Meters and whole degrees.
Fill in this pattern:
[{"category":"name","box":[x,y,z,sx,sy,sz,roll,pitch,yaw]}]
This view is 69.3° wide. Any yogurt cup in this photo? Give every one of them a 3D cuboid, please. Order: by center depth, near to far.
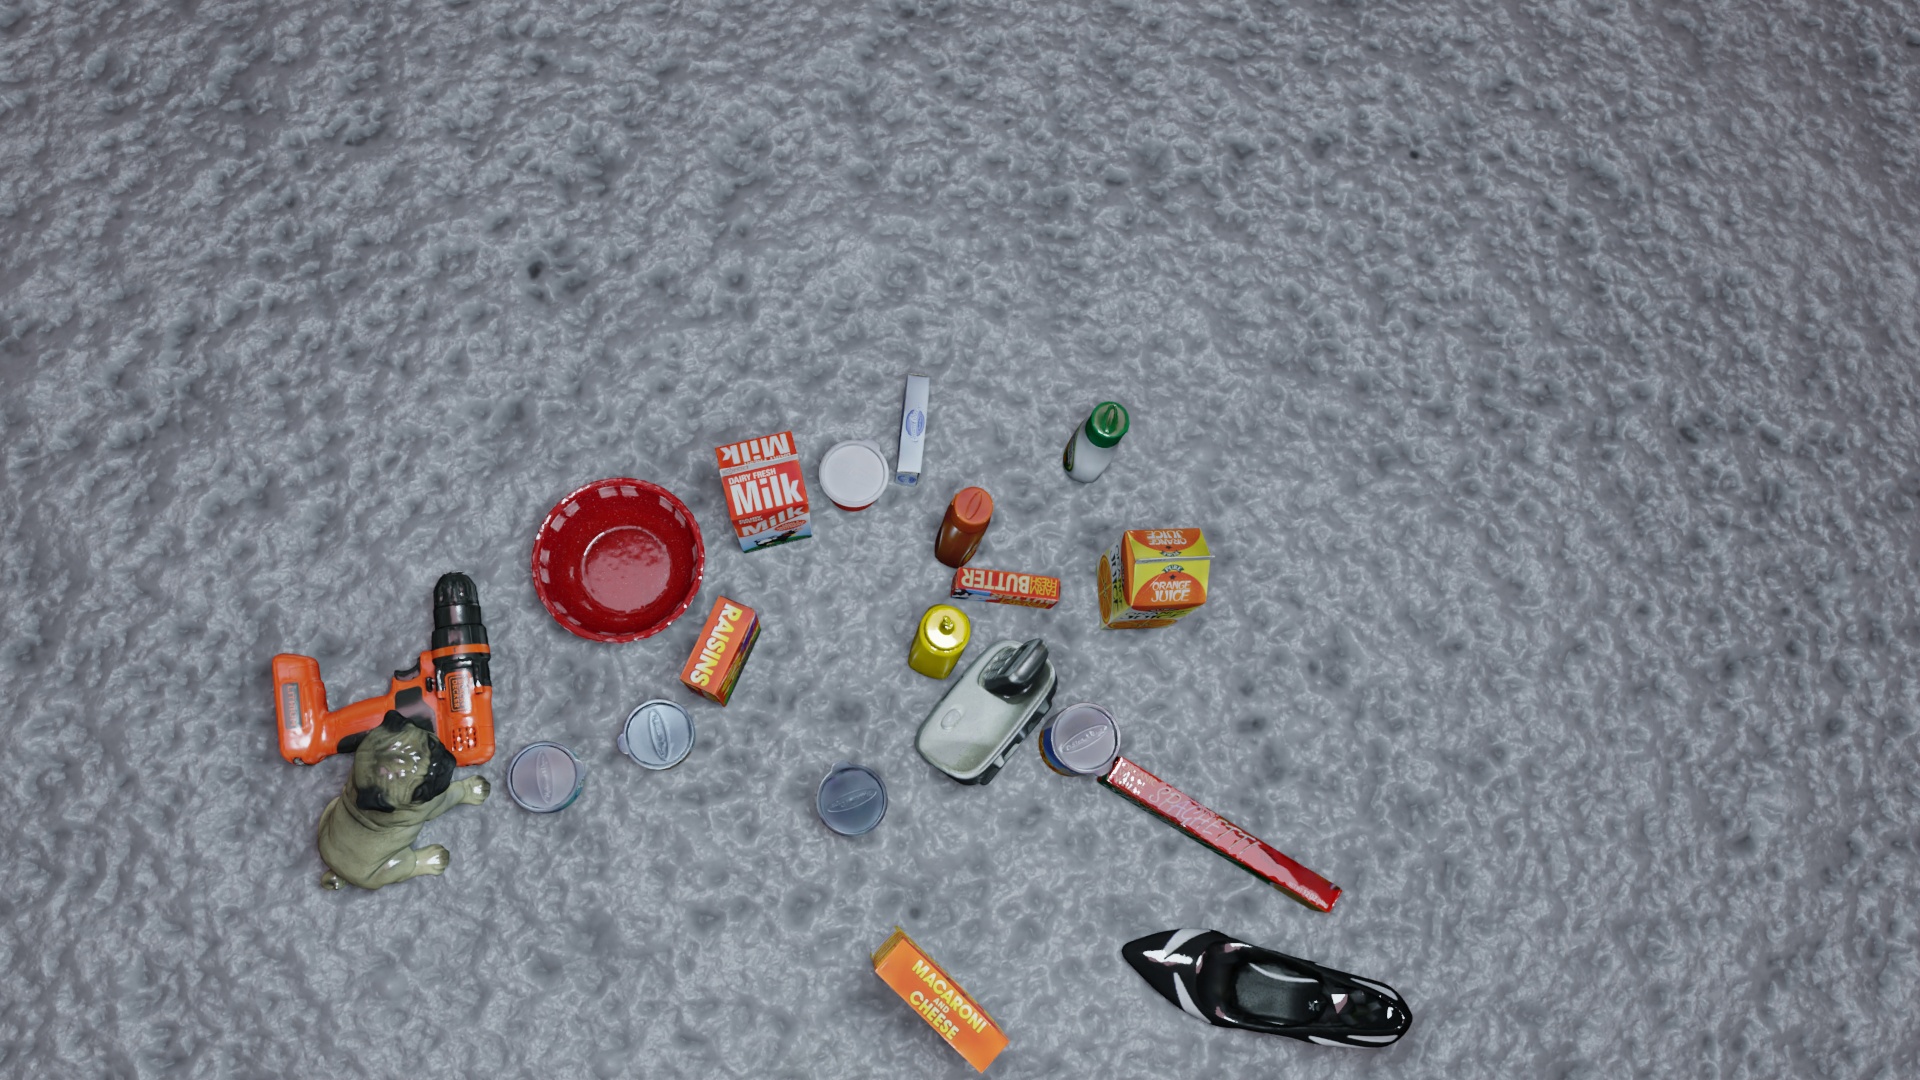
[{"category":"yogurt cup","box":[-0.106,-0.061,1.380,0.072,0.054,0.072,1,77,-5]}]

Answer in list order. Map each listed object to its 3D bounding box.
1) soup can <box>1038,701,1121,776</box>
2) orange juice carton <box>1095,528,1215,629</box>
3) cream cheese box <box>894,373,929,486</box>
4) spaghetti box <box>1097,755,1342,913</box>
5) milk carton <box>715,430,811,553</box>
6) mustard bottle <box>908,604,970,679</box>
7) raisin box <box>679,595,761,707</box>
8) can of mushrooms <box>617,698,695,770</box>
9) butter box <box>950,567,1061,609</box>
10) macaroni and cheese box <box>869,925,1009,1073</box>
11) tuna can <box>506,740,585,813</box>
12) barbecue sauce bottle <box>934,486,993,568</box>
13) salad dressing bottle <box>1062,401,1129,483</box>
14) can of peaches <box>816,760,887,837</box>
[{"category":"soup can","box":[0.114,0.194,1.328,0.071,0.083,0.071,1,77,-5]},{"category":"orange juice carton","box":[0.182,0.035,1.315,0.072,0.192,0.073,-1,78,-6]},{"category":"cream cheese box","box":[-0.049,-0.110,1.397,0.024,0.053,0.104,6,77,-4]},{"category":"spaghetti box","box":[0.246,0.282,1.338,0.250,0.050,0.029,31,77,2]},{"category":"milk carton","box":[-0.183,-0.048,1.299,0.072,0.190,0.073,-13,79,-8]},{"category":"mustard bottle","box":[-0.017,0.091,1.299,0.049,0.160,0.065,21,77,-1]},{"category":"raisin box","box":[-0.222,0.106,1.295,0.040,0.123,0.086,24,76,0]},{"category":"can of mushrooms","box":[-0.287,0.185,1.316,0.071,0.033,0.071,1,77,-5]},{"category":"butter box","box":[0.044,0.047,1.370,0.103,0.053,0.024,7,77,-4]},{"category":"macaroni and cheese box","box":[-0.022,0.400,1.225,0.124,0.166,0.040,43,77,5]},{"category":"tuna can","box":[-0.385,0.221,1.299,0.071,0.032,0.071,1,77,-5]},{"category":"barbecue sauce bottle","box":[0.005,-0.017,1.332,0.044,0.148,0.065,26,77,1]},{"category":"salad dressing bottle","box":[0.134,-0.098,1.364,0.044,0.147,0.064,16,77,-2]},{"category":"can of peaches","box":[-0.103,0.243,1.308,0.071,0.058,0.071,1,77,-5]}]
